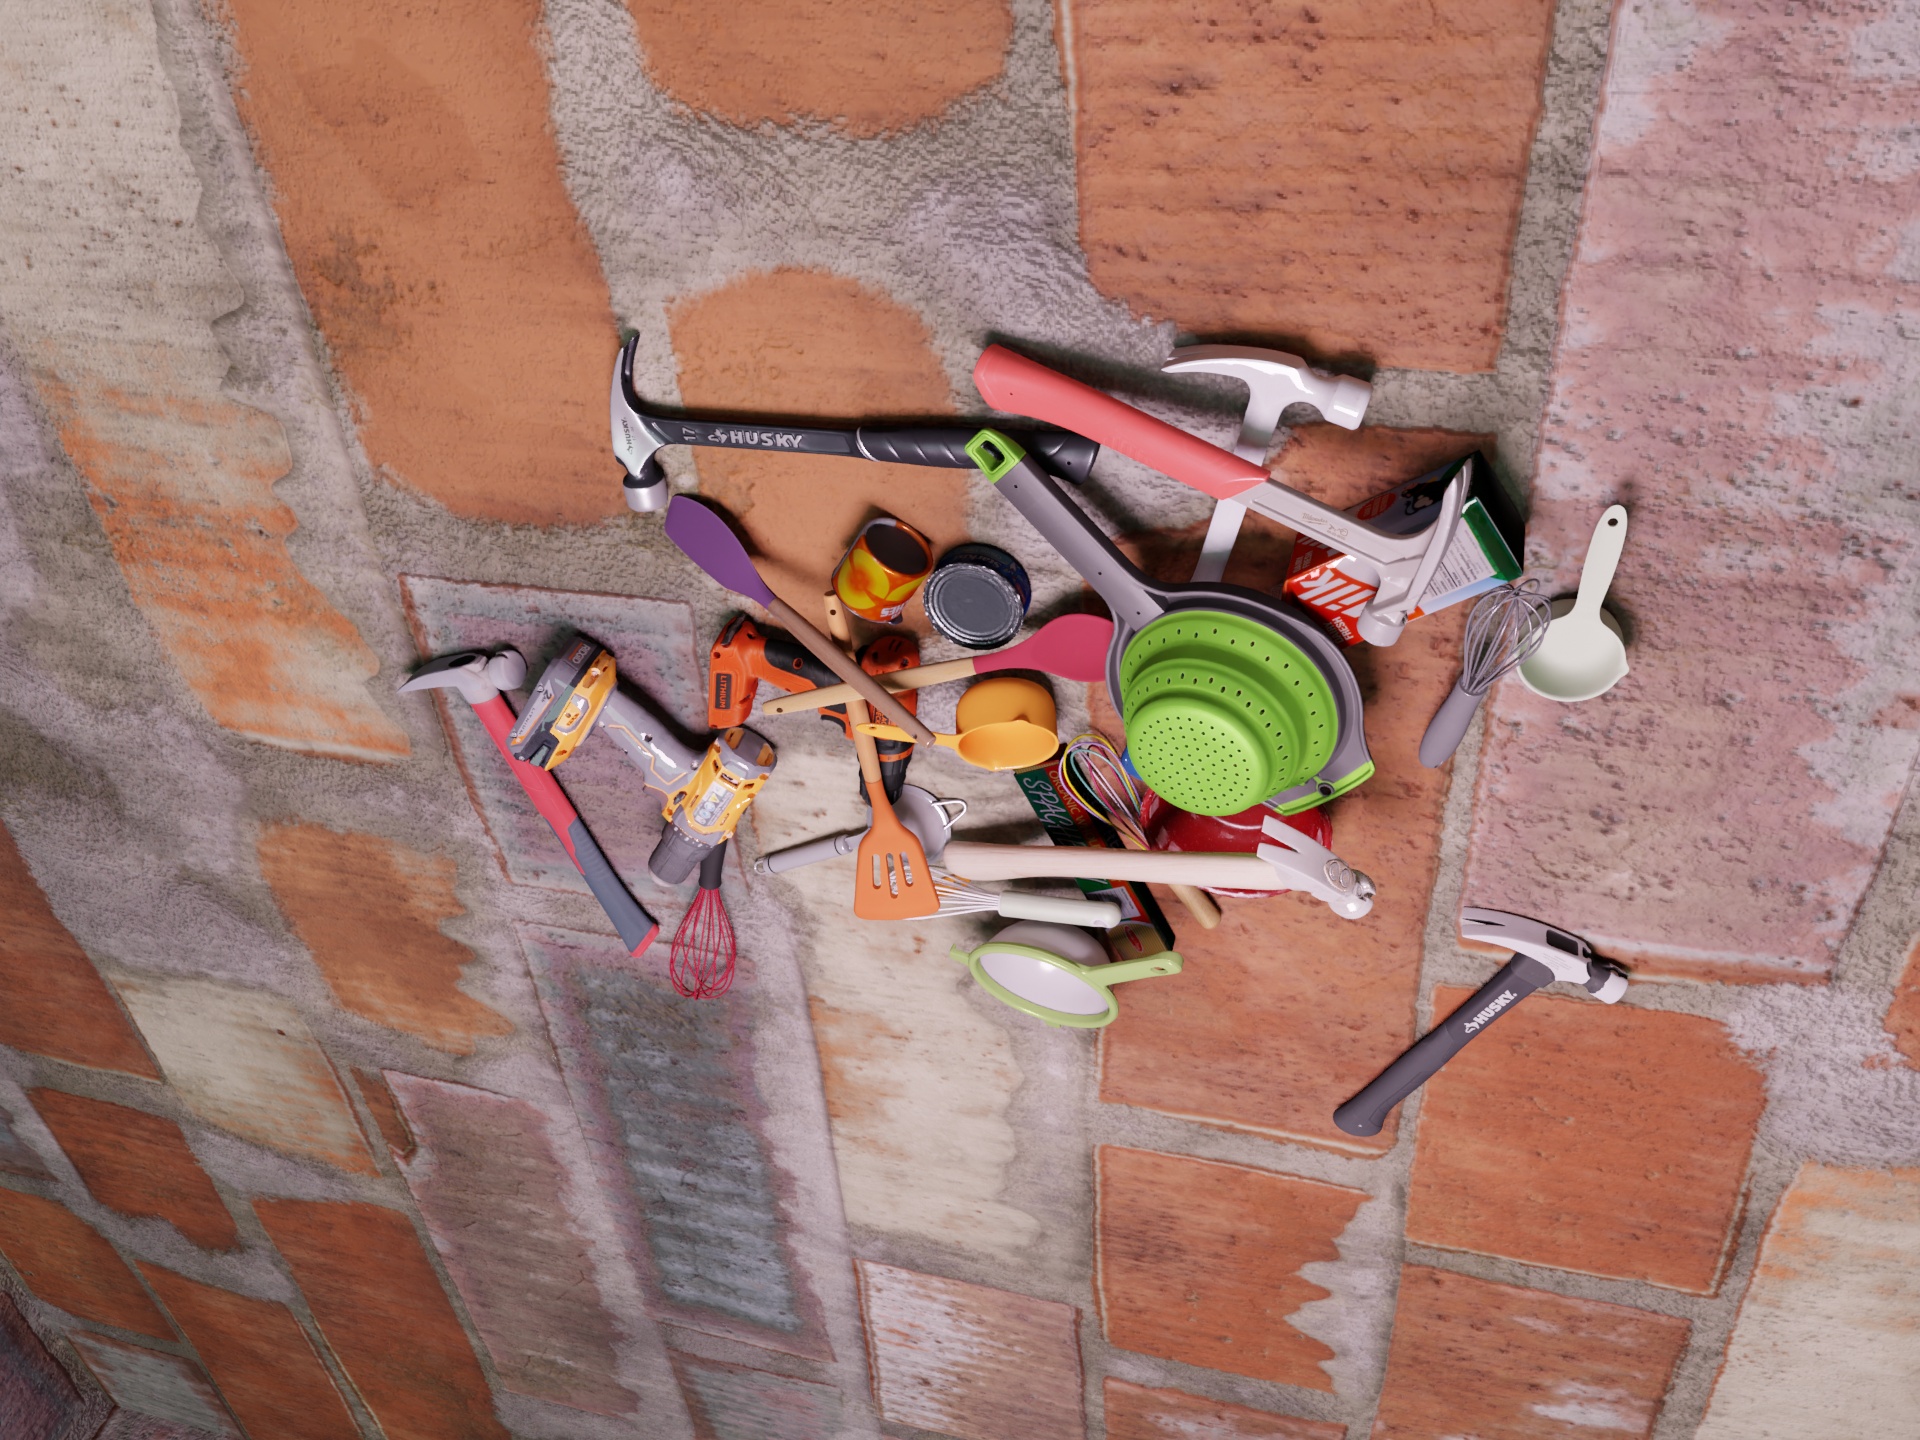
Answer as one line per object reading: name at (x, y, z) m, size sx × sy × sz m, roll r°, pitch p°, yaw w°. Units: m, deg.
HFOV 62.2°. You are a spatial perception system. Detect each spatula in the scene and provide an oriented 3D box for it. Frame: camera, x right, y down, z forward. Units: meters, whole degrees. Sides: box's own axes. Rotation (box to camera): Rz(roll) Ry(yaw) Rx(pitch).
spatula at (-0.081, 0.035, 1.378) m, size 0.081 × 0.041 × 0.322 m, roll -5°, pitch 122°, yaw 10°
spatula at (-0.136, -0.082, 1.317) m, size 0.316 × 0.018 × 0.059 m, roll 42°, pitch 134°, yaw 16°

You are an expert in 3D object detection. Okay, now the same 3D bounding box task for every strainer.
strainer at (-0.106, 0.120, 1.532) m, size 0.258 × 0.050 × 0.087 m, roll -18°, pitch 104°, yaw 35°
strainer at (0.119, 0.218, 1.481) m, size 0.151 × 0.069 × 0.256 m, roll 38°, pitch 147°, yaw -23°

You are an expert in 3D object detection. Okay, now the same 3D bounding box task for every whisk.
whisk at (-0.258, 0.180, 1.627) m, size 0.073 × 0.073 × 0.295 m, roll 16°, pitch 125°, yaw 7°
whisk at (0.034, 0.170, 1.496) m, size 0.246 × 0.059 × 0.057 m, roll 4°, pitch 148°, yaw 24°
whisk at (0.386, -0.029, 1.196) m, size 0.055 × 0.055 × 0.238 m, roll 16°, pitch 149°, yaw 7°
whisk at (0.167, 0.101, 1.415) m, size 0.051 × 0.047 × 0.244 m, roll -17°, pitch 125°, yaw 38°

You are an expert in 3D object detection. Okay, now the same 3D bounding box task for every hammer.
hammer at (0.184, -0.108, 1.235) m, size 0.144 × 0.035 × 0.405 m, roll 22°, pitch 133°, yaw 10°
hammer at (0.170, -0.187, 1.116) m, size 0.359 × 0.037 × 0.149 m, roll 29°, pitch 137°, yaw 16°
hammer at (0.446, 0.293, 1.470) m, size 0.146 × 0.035 × 0.334 m, roll 28°, pitch 132°, yaw -4°
hammer at (-0.090, -0.224, 1.249) m, size 0.409 × 0.036 × 0.149 m, roll 6°, pitch 128°, yaw 15°
hammer at (0.133, 0.118, 1.342) m, size 0.411 × 0.038 × 0.146 m, roll -3°, pitch 155°, yaw 44°
hammer at (-0.424, 0.096, 1.630) m, size 0.143 × 0.038 × 0.386 m, roll -7°, pitch 125°, yaw 27°

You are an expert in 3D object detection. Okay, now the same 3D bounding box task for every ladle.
ladle at (-0.013, -0.039, 1.310) m, size 0.315 × 0.031 × 0.069 m, roll -11°, pitch 125°, yaw 10°

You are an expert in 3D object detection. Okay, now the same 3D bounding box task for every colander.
colander at (0.135, -0.053, 1.188) m, size 0.397 × 0.094 × 0.204 m, roll 45°, pitch 138°, yaw -9°

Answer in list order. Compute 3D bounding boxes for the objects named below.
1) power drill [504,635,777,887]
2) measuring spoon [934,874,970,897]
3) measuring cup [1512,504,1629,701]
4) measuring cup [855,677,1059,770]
power drill at (-0.310, 0.047, 1.501) m, size 0.226 × 0.084 × 0.185 m, roll 32°, pitch 117°, yaw -9°
measuring spoon at (-0.035, 0.175, 1.567) m, size 0.117 × 0.011 × 0.021 m, roll -27°, pitch 115°, yaw 35°
measuring cup at (0.454, -0.090, 1.154) m, size 0.083 × 0.038 × 0.167 m, roll 11°, pitch 128°, yaw 12°
measuring cup at (-0.002, -0.004, 1.347) m, size 0.173 × 0.052 × 0.095 m, roll 7°, pitch 151°, yaw -11°
